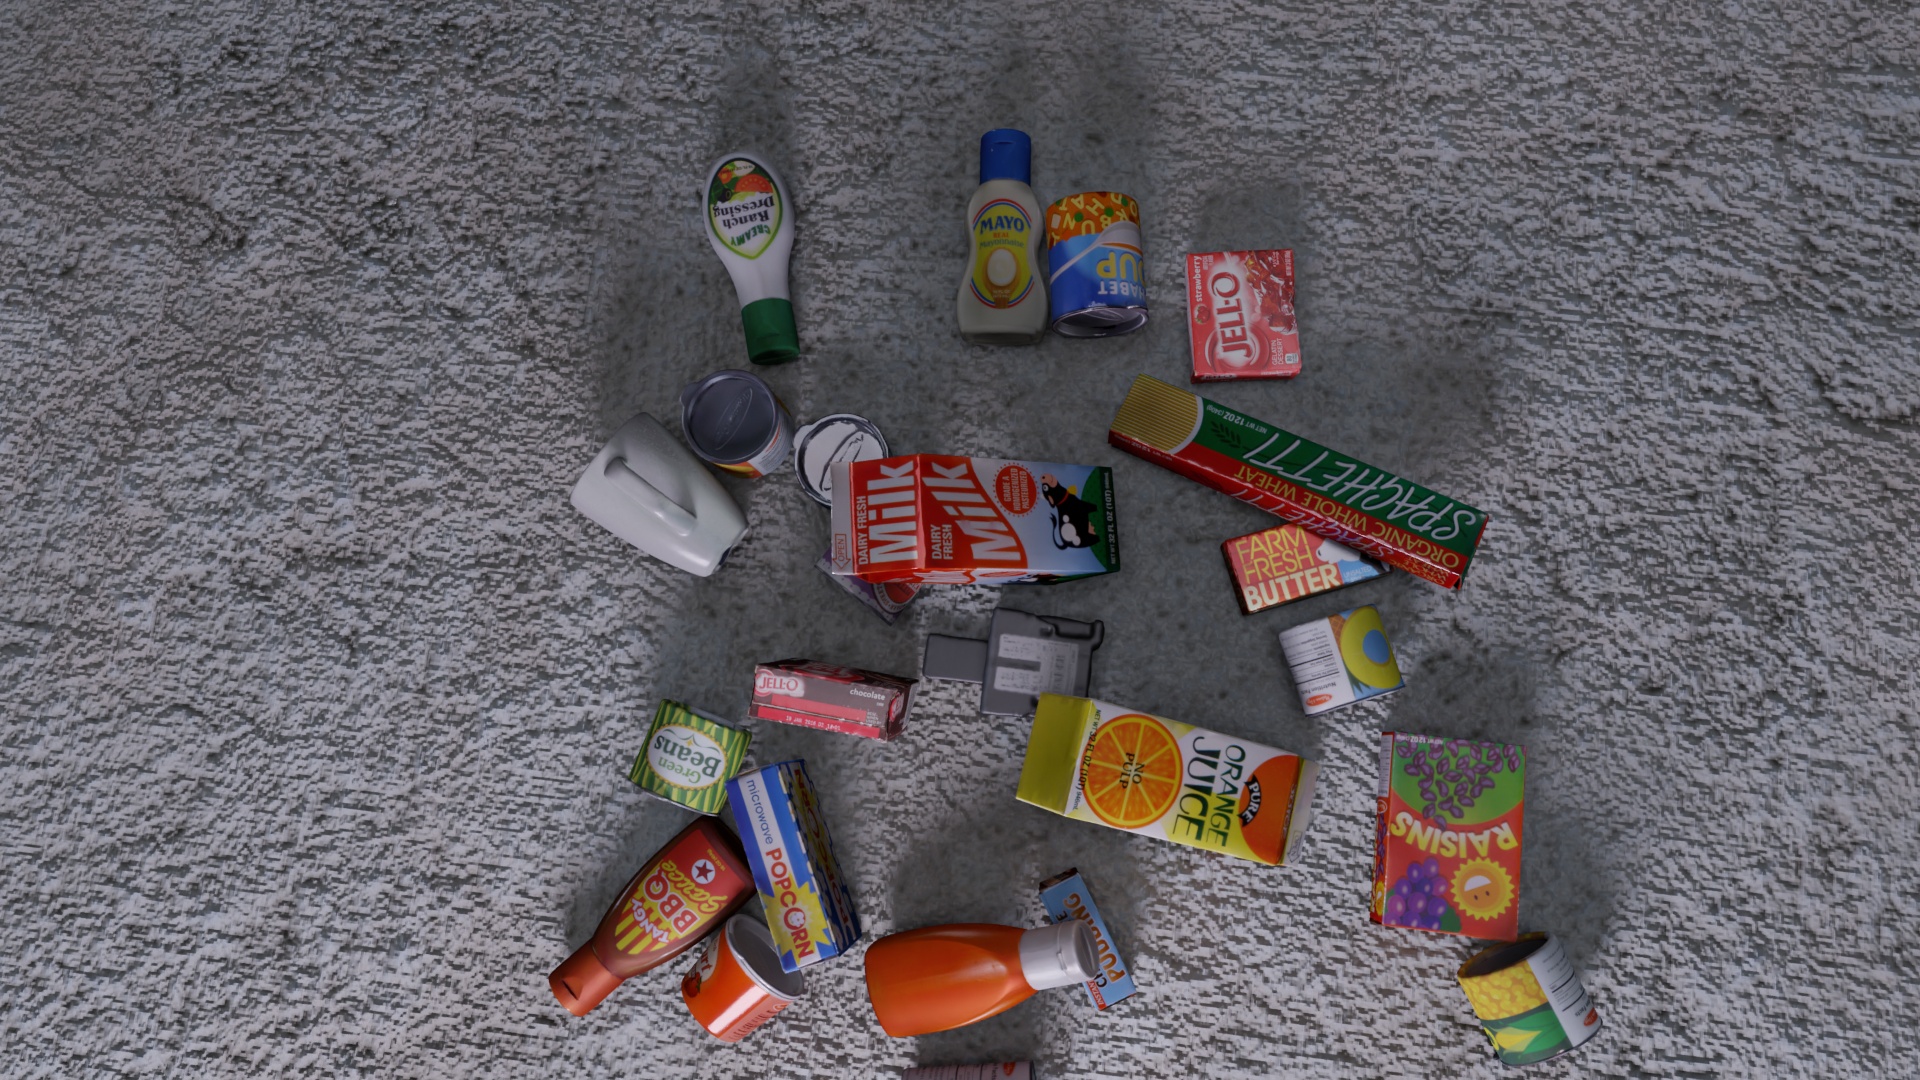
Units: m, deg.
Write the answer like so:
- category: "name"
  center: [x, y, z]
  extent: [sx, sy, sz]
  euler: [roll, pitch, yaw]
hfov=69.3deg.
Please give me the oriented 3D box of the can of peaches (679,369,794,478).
- category: "can of peaches"
  center: [-0.154, -0.081, 0.960]
  extent: [0.071, 0.058, 0.071]
  euler: [-1, 82, 5]

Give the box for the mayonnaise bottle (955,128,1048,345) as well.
- category: "mayonnaise bottle"
  center: [0.030, -0.213, 0.975]
  extent: [0.065, 0.041, 0.148]
  euler: [0, 82, 6]

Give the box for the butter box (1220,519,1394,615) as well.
- category: "butter box"
  center: [0.232, 0.012, 0.933]
  extent: [0.103, 0.024, 0.053]
  euler: [-16, 79, 2]

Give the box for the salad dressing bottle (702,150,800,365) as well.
- category: "salad dressing bottle"
  center: [-0.144, -0.199, 0.985]
  extent: [0.064, 0.044, 0.148]
  euler: [-12, 81, 1]

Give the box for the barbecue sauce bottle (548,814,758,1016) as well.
- category: "barbecue sauce bottle"
  center: [-0.204, 0.251, 0.919]
  extent: [0.148, 0.043, 0.065]
  euler: [-41, 82, -2]

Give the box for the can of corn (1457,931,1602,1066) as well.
- category: "can of corn"
  center: [0.350, 0.284, 0.863]
  extent: [0.071, 0.071, 0.058]
  euler: [-26, 80, 0]

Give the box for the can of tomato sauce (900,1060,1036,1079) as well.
- category: "can of tomato sauce"
  center: [0.007, 0.366, 0.874]
  extent: [0.083, 0.071, 0.071]
  euler: [-5, 81, 4]

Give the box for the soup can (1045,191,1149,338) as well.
- category: "soup can"
  center: [0.095, -0.189, 0.952]
  extent: [0.071, 0.071, 0.084]
  euler: [-4, 81, 4]

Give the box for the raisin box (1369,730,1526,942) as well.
- category: "raisin box"
  center: [0.312, 0.189, 0.893]
  extent: [0.086, 0.040, 0.123]
  euler: [6, 80, 4]

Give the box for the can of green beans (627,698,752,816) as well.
- category: "can of green beans"
  center: [-0.179, 0.143, 0.922]
  extent: [0.071, 0.071, 0.058]
  euler: [21, 84, 7]

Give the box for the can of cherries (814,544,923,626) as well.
- category: "can of cherries"
  center: [-0.053, 0.016, 0.931]
  extent: [0.071, 0.071, 0.058]
  euler: [37, 85, 9]

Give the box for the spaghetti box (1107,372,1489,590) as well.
- category: "spaghetti box"
  center: [0.221, -0.041, 0.921]
  extent: [0.250, 0.028, 0.050]
  euler: [25, 75, 16]

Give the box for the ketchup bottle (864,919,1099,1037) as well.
- category: "ketchup bottle"
  center: [0.013, 0.270, 0.873]
  extent: [0.148, 0.043, 0.065]
  euler: [-19, 84, 25]

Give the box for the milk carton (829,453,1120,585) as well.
- category: "milk carton"
  center: [0.003, -0.011, 0.881]
  extent: [0.191, 0.073, 0.072]
  euler: [3, 79, -32]

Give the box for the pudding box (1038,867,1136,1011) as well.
- category: "pudding box"
  center: [0.081, 0.255, 0.894]
  extent: [0.030, 0.049, 0.084]
  euler: [-27, 80, -1]

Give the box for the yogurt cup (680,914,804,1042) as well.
- category: "yogurt cup"
  center: [-0.143, 0.286, 0.900]
  extent: [0.054, 0.072, 0.072]
  euler: [-44, 81, 5]

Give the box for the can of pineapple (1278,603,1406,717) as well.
- category: "can of pineapple"
  center: [0.248, 0.078, 0.902]
  extent: [0.071, 0.071, 0.058]
  euler: [-17, 81, 2]

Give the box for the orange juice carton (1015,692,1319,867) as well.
- category: "orange juice carton"
  center: [0.141, 0.153, 0.875]
  extent: [0.193, 0.073, 0.072]
  euler: [17, 82, -19]

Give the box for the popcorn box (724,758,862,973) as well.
- category: "popcorn box"
  center: [-0.107, 0.207, 0.897]
  extent: [0.038, 0.085, 0.127]
  euler: [-20, 81, 2]

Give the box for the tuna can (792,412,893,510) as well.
- category: "tuna can"
  center: [-0.082, -0.054, 0.963]
  extent: [0.071, 0.033, 0.071]
  euler: [-1, 81, 4]
